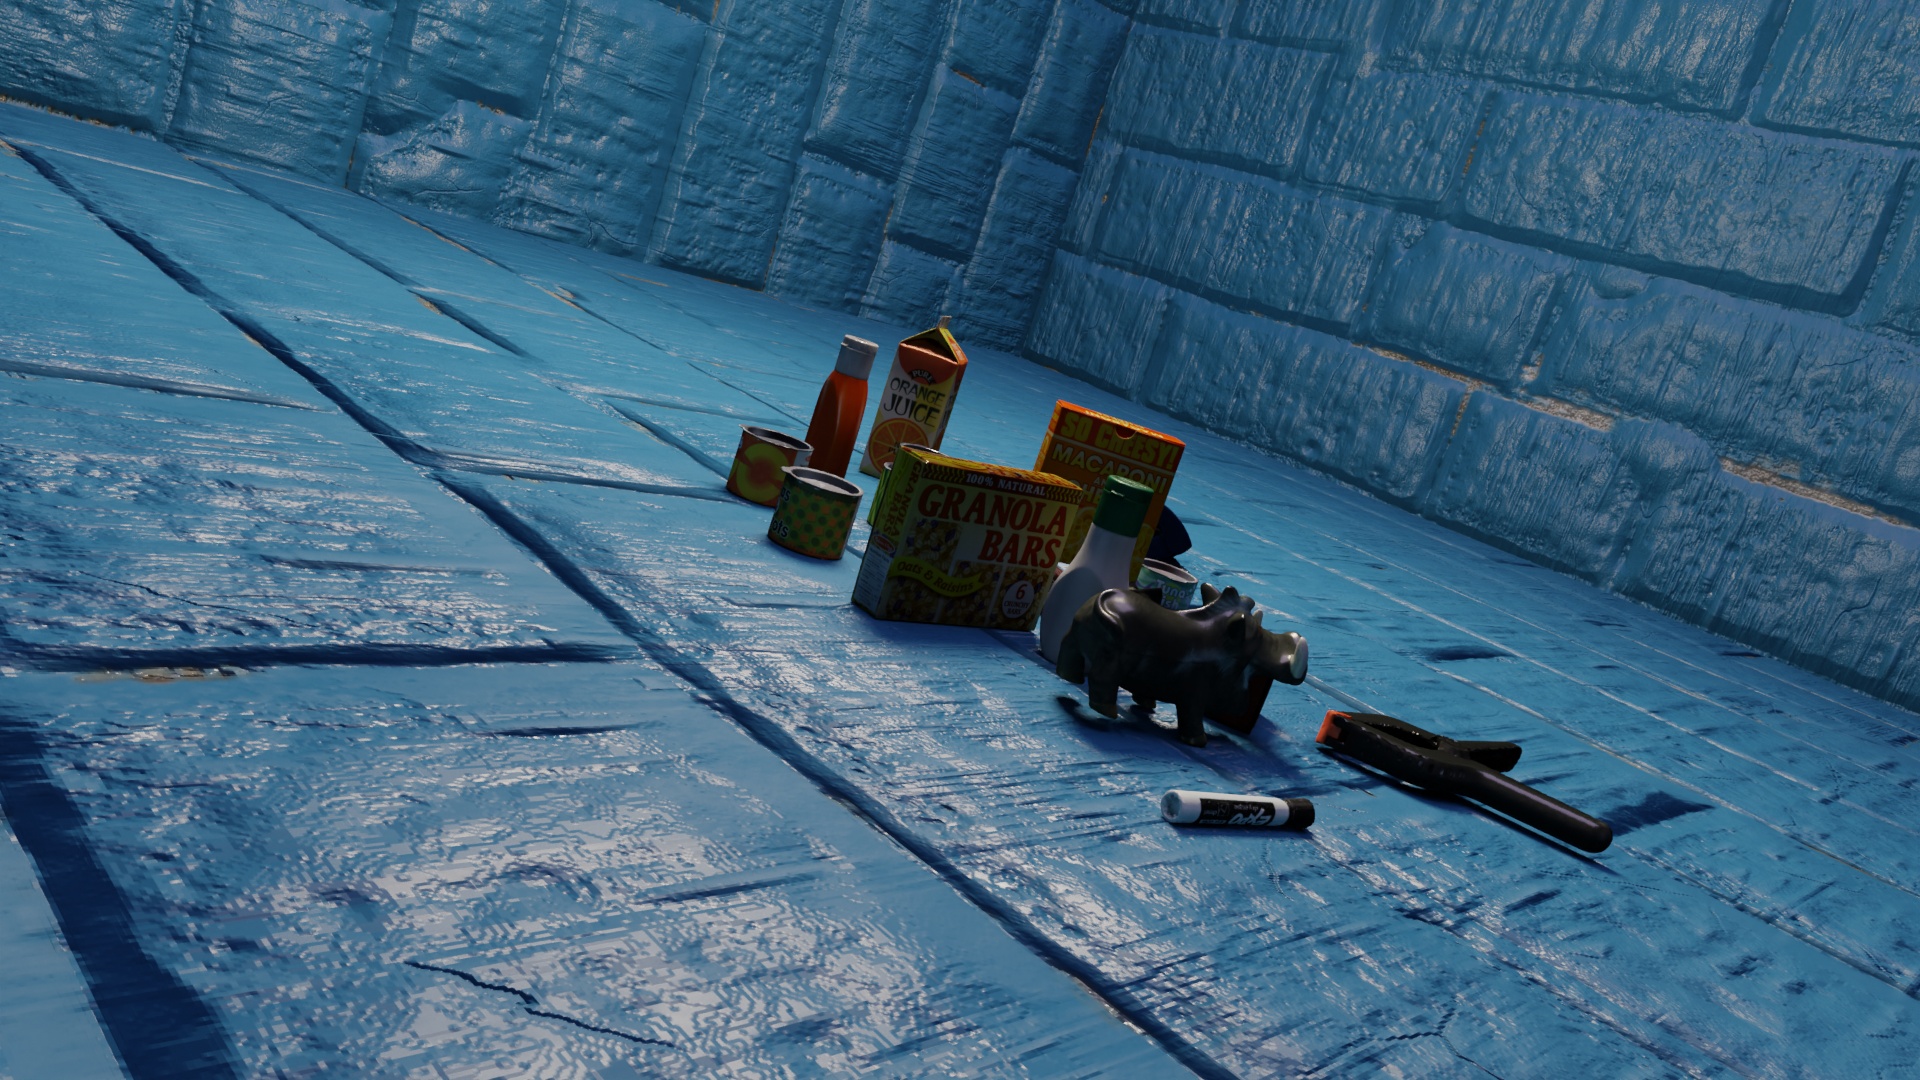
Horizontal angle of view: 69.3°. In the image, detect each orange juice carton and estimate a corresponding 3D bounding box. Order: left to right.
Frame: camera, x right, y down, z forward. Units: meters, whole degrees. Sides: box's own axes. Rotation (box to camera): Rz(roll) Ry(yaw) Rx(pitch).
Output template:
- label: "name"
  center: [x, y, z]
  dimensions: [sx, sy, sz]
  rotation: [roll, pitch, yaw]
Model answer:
- label: "orange juice carton"
  center: [-0.045, -0.159, 1.551]
  dimensions: [0.073, 0.192, 0.072]
  rotation: [20, 11, 5]

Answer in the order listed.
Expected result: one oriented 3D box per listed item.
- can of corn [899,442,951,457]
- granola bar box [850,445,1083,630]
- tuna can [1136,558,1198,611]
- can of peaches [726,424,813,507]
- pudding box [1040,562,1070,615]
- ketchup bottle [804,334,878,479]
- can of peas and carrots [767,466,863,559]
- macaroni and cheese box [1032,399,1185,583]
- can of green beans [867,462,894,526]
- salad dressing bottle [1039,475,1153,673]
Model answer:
- label: "can of corn"
  center: [-0.041, -0.065, 1.457]
  dimensions: [0.071, 0.058, 0.071]
  rotation: [18, 11, -4]
- label: "granola bar box"
  center: [0.007, 0.002, 1.063]
  dimensions: [0.166, 0.124, 0.039]
  rotation: [8, 15, -42]
- label: "tuna can"
  center: [0.203, 0.045, 1.393]
  dimensions: [0.071, 0.032, 0.071]
  rotation: [18, 12, -4]
- label: "can of peaches"
  center: [-0.176, -0.067, 1.262]
  dimensions: [0.071, 0.058, 0.071]
  rotation: [18, 11, -4]
- label: "pudding box"
  center: [0.099, 0.055, 1.147]
  dimensions: [0.030, 0.049, 0.084]
  rotation: [14, 13, -24]
- label: "ketchup bottle"
  center: [-0.124, -0.136, 1.434]
  dimensions: [0.043, 0.148, 0.065]
  rotation: [11, 14, -35]
- label: "can of peas and carrots"
  center: [-0.122, -0.023, 1.142]
  dimensions: [0.071, 0.058, 0.071]
  rotation: [18, 11, -4]
- label: "macaroni and cheese box"
  center: [0.123, -0.032, 1.293]
  dimensions: [0.124, 0.166, 0.040]
  rotation: [17, 11, -9]
- label: "can of green beans"
  center: [-0.049, -0.036, 1.313]
  dimensions: [0.071, 0.057, 0.071]
  rotation: [18, 11, -4]
- label: "salad dressing bottle"
  center: [0.105, 0.025, 1.050]
  dimensions: [0.064, 0.147, 0.044]
  rotation: [25, 13, 28]
